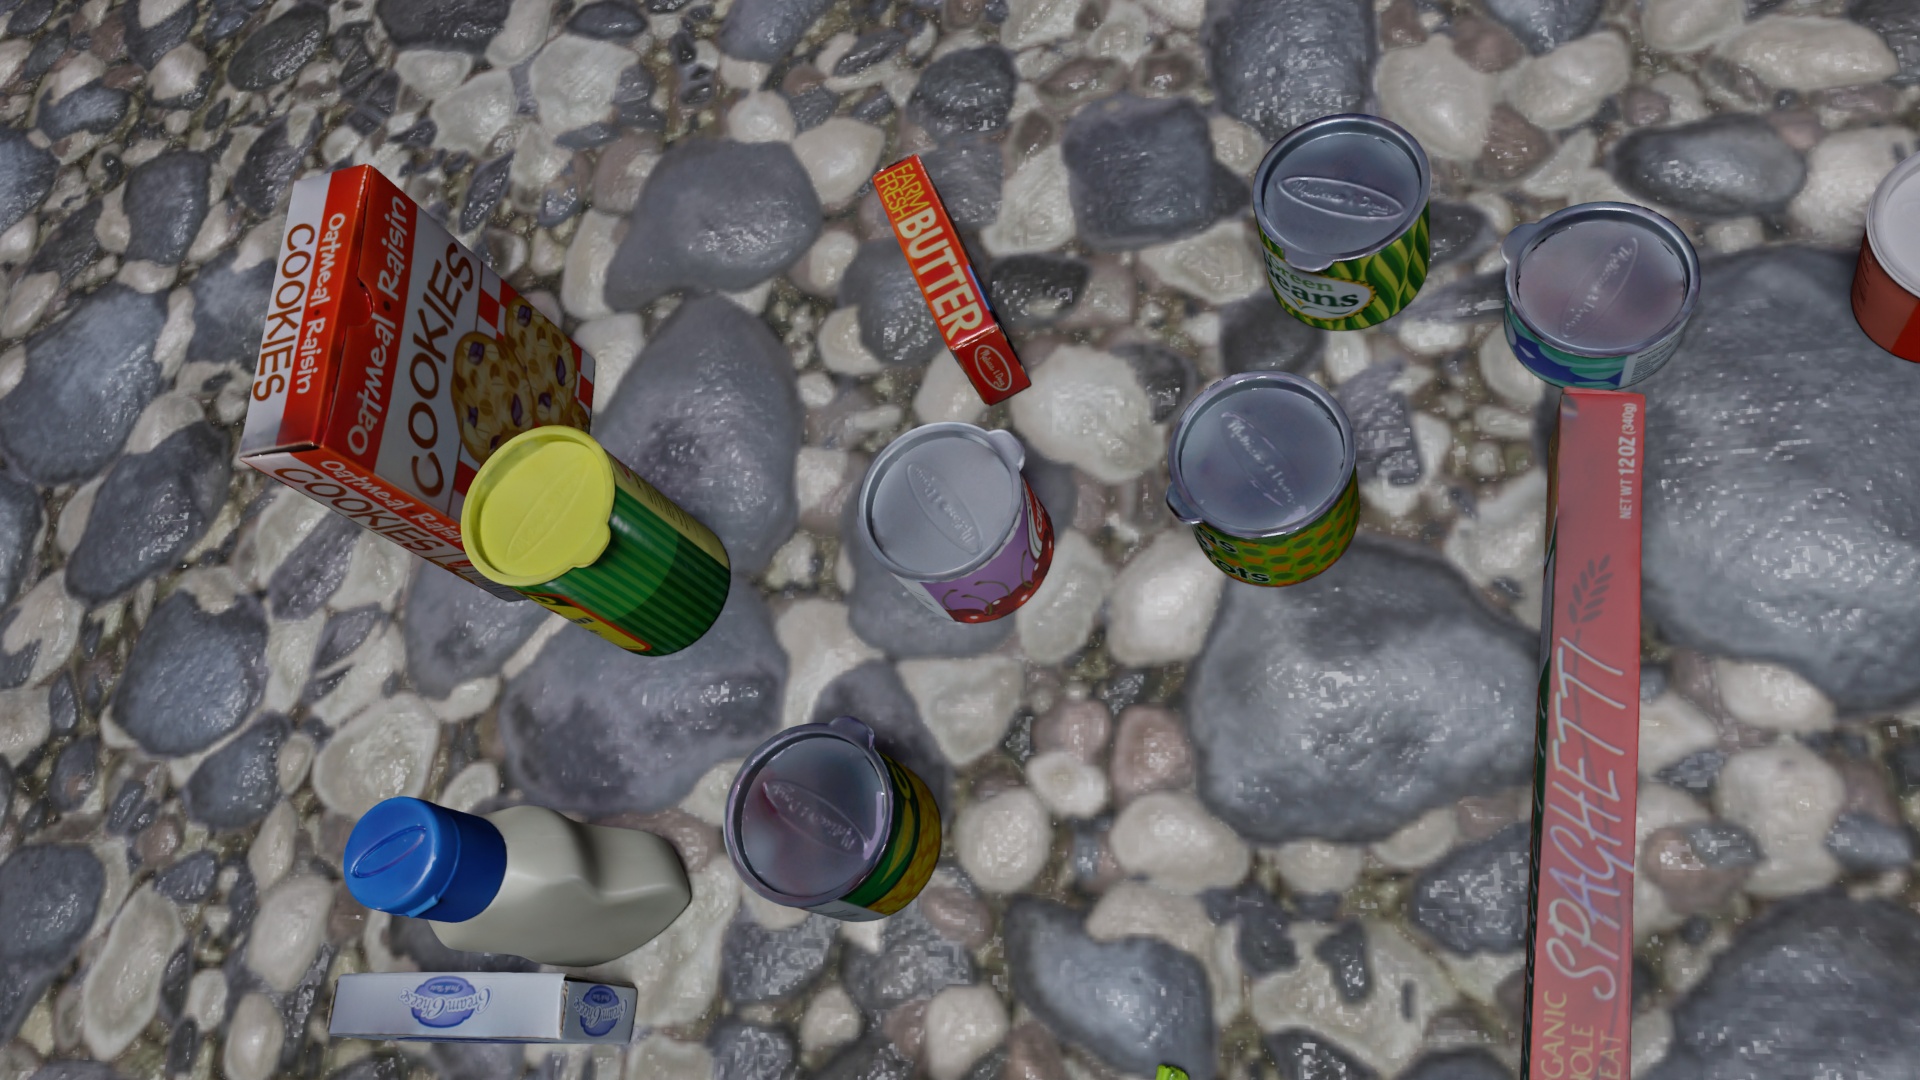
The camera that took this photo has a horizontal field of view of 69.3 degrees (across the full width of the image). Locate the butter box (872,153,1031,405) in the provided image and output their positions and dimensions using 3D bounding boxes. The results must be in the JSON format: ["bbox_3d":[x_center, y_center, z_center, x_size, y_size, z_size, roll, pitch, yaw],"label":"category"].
[{"bbox_3d":[-0.004,-0.113,0.603,0.024,0.053,0.104,-26,63,7],"label":"butter box"}]

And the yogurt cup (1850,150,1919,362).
[{"bbox_3d":[0.346,-0.097,0.480,0.072,0.054,0.072,-6,67,16],"label":"yogurt cup"}]

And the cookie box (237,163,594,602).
[{"bbox_3d":[-0.217,-0.059,0.586,0.040,0.167,0.123,-8,67,15],"label":"cookie box"}]

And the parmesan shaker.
[{"bbox_3d":[-0.145,0.005,0.573,0.071,0.103,0.071,-7,67,16],"label":"parmesan shaker"}]

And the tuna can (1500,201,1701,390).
[{"bbox_3d":[0.239,-0.093,0.526,0.071,0.032,0.071,-6,67,16],"label":"tuna can"}]

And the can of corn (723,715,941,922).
[{"bbox_3d":[-0.045,0.106,0.524,0.071,0.058,0.071,-6,67,16],"label":"can of corn"}]

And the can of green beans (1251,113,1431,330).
[{"bbox_3d":[0.153,-0.125,0.554,0.071,0.057,0.071,-6,67,16],"label":"can of green beans"}]

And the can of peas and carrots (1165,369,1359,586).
[{"bbox_3d":[0.114,-0.020,0.523,0.071,0.058,0.071,-6,67,16],"label":"can of peas and carrots"}]

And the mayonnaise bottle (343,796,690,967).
[{"bbox_3d":[-0.158,0.123,0.504,0.065,0.147,0.041,-31,63,4],"label":"mayonnaise bottle"}]

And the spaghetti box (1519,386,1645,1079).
[{"bbox_3d":[0.206,0.072,0.460,0.028,0.050,0.251,4,70,20],"label":"spaghetti box"}]

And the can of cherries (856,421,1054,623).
[{"bbox_3d":[0.002,-0.007,0.555,0.071,0.058,0.072,-6,67,16],"label":"can of cherries"}]

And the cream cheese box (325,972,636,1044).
[{"bbox_3d":[-0.185,0.183,0.542,0.104,0.053,0.024,-5,68,16],"label":"cream cheese box"}]
